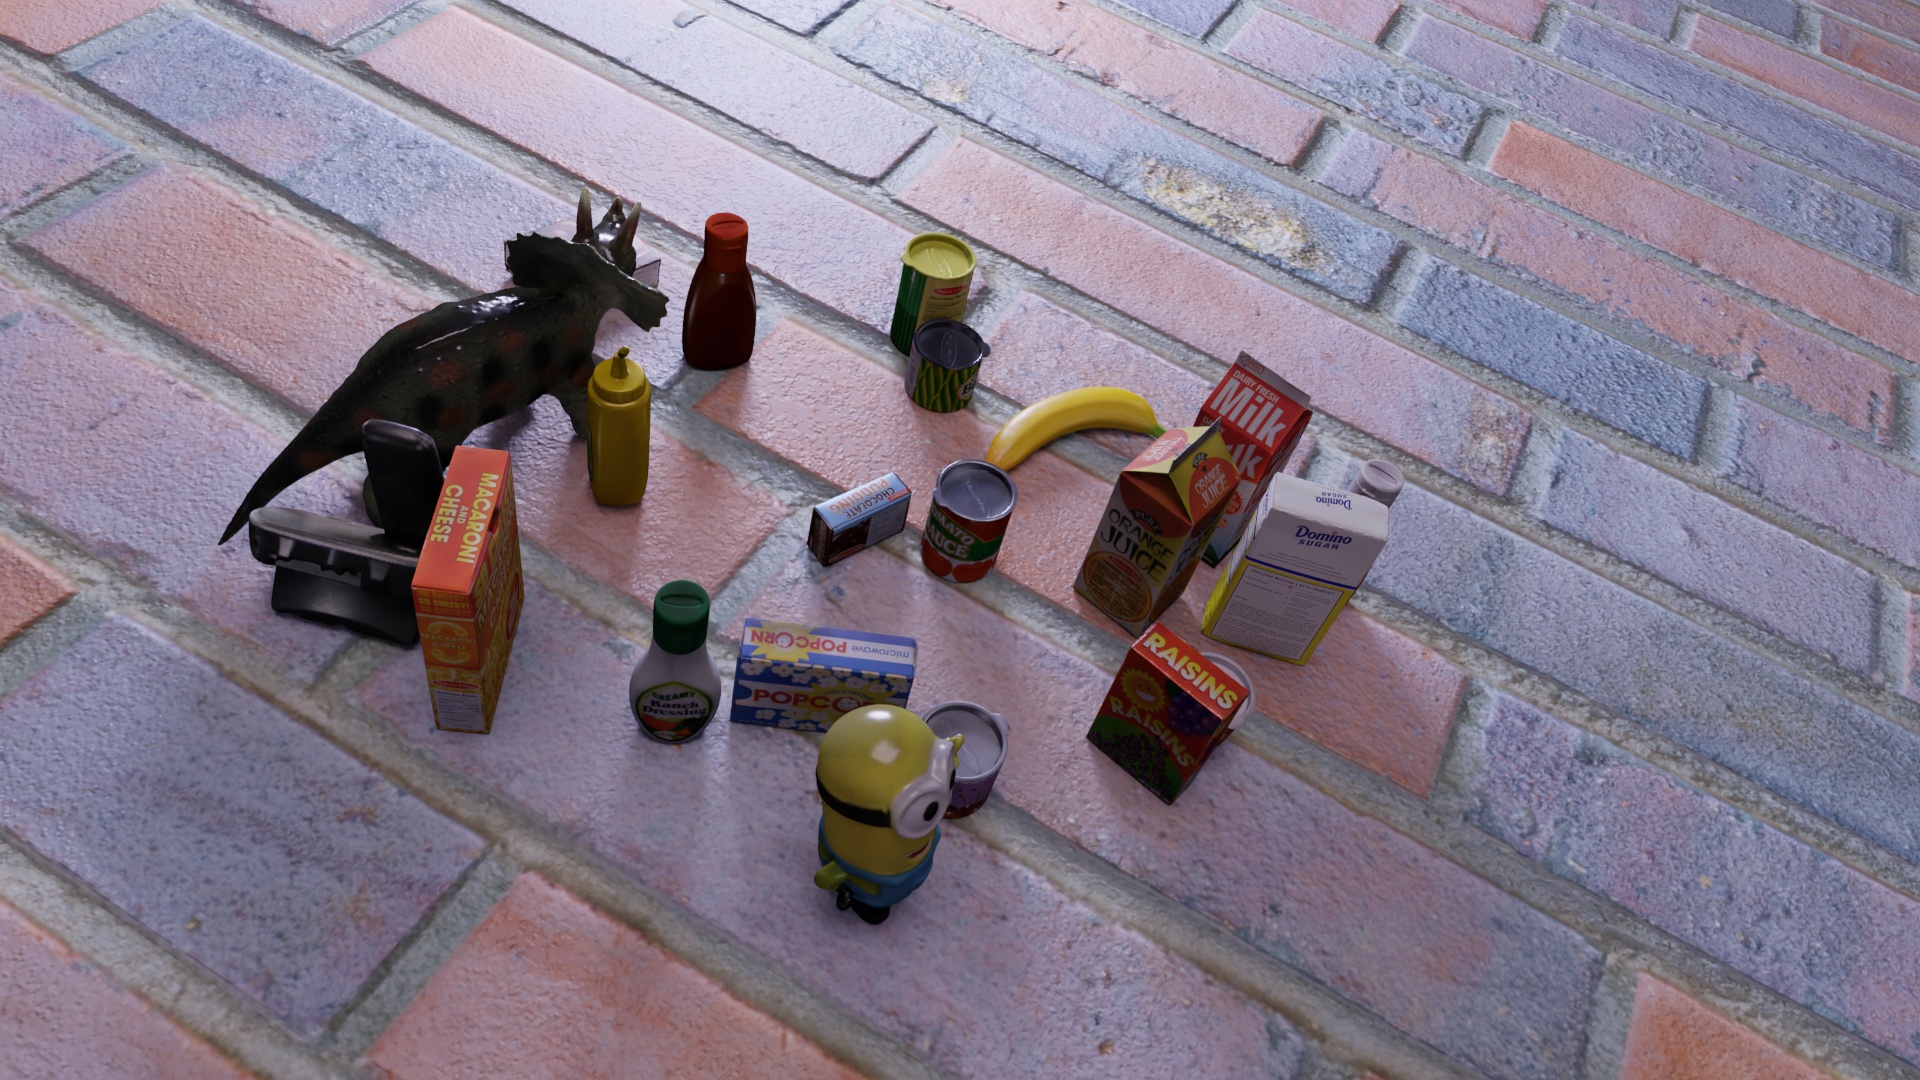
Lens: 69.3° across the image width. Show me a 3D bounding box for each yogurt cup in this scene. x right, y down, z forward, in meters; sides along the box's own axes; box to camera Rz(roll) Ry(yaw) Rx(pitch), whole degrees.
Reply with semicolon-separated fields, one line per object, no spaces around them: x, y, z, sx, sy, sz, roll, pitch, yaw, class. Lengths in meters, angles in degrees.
0.190;0.128;1.084;0.072;0.053;0.073;7;49;-8;yogurt cup

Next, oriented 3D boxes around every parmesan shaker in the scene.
-0.030;-0.226;1.296;0.071;0.102;0.072;7;49;-8;parmesan shaker

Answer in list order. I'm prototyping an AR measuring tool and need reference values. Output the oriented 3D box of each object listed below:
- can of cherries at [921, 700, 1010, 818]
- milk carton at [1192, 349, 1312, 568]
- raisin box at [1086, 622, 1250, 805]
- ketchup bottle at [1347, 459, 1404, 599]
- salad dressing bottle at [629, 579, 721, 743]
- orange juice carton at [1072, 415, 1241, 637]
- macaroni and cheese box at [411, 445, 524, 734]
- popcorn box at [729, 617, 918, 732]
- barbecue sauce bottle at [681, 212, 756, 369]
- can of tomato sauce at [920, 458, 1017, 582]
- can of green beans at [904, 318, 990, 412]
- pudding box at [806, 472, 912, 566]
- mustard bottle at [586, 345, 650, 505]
-0.001;0.159;1.007;0.071;0.058;0.072;7;49;-8;can of cherries
0.233;-0.073;1.175;0.072;0.189;0.074;37;52;17;milk carton
0.151;0.129;1.027;0.086;0.122;0.040;39;52;19;raisin box
0.325;-0.006;1.168;0.065;0.148;0.044;37;52;17;ketchup bottle
-0.196;0.085;0.961;0.064;0.146;0.044;4;50;-11;salad dressing bottle
0.159;-0.017;1.107;0.073;0.191;0.072;38;52;18;orange juice carton
-0.334;0.036;0.955;0.040;0.165;0.124;7;49;-8;macaroni and cheese box
-0.100;0.102;1.012;0.127;0.084;0.038;8;49;-8;popcorn box
-0.208;-0.216;1.213;0.065;0.147;0.044;-13;55;-24;barbecue sauce bottle
0.004;-0.014;1.138;0.071;0.082;0.071;7;49;-8;can of tomato sauce
-0.015;-0.160;1.274;0.071;0.057;0.071;7;49;-8;can of green beans
-0.083;-0.018;1.142;0.084;0.049;0.030;-27;61;-31;pudding box
-0.268;-0.096;1.088;0.049;0.159;0.065;-2;51;-16;mustard bottle
